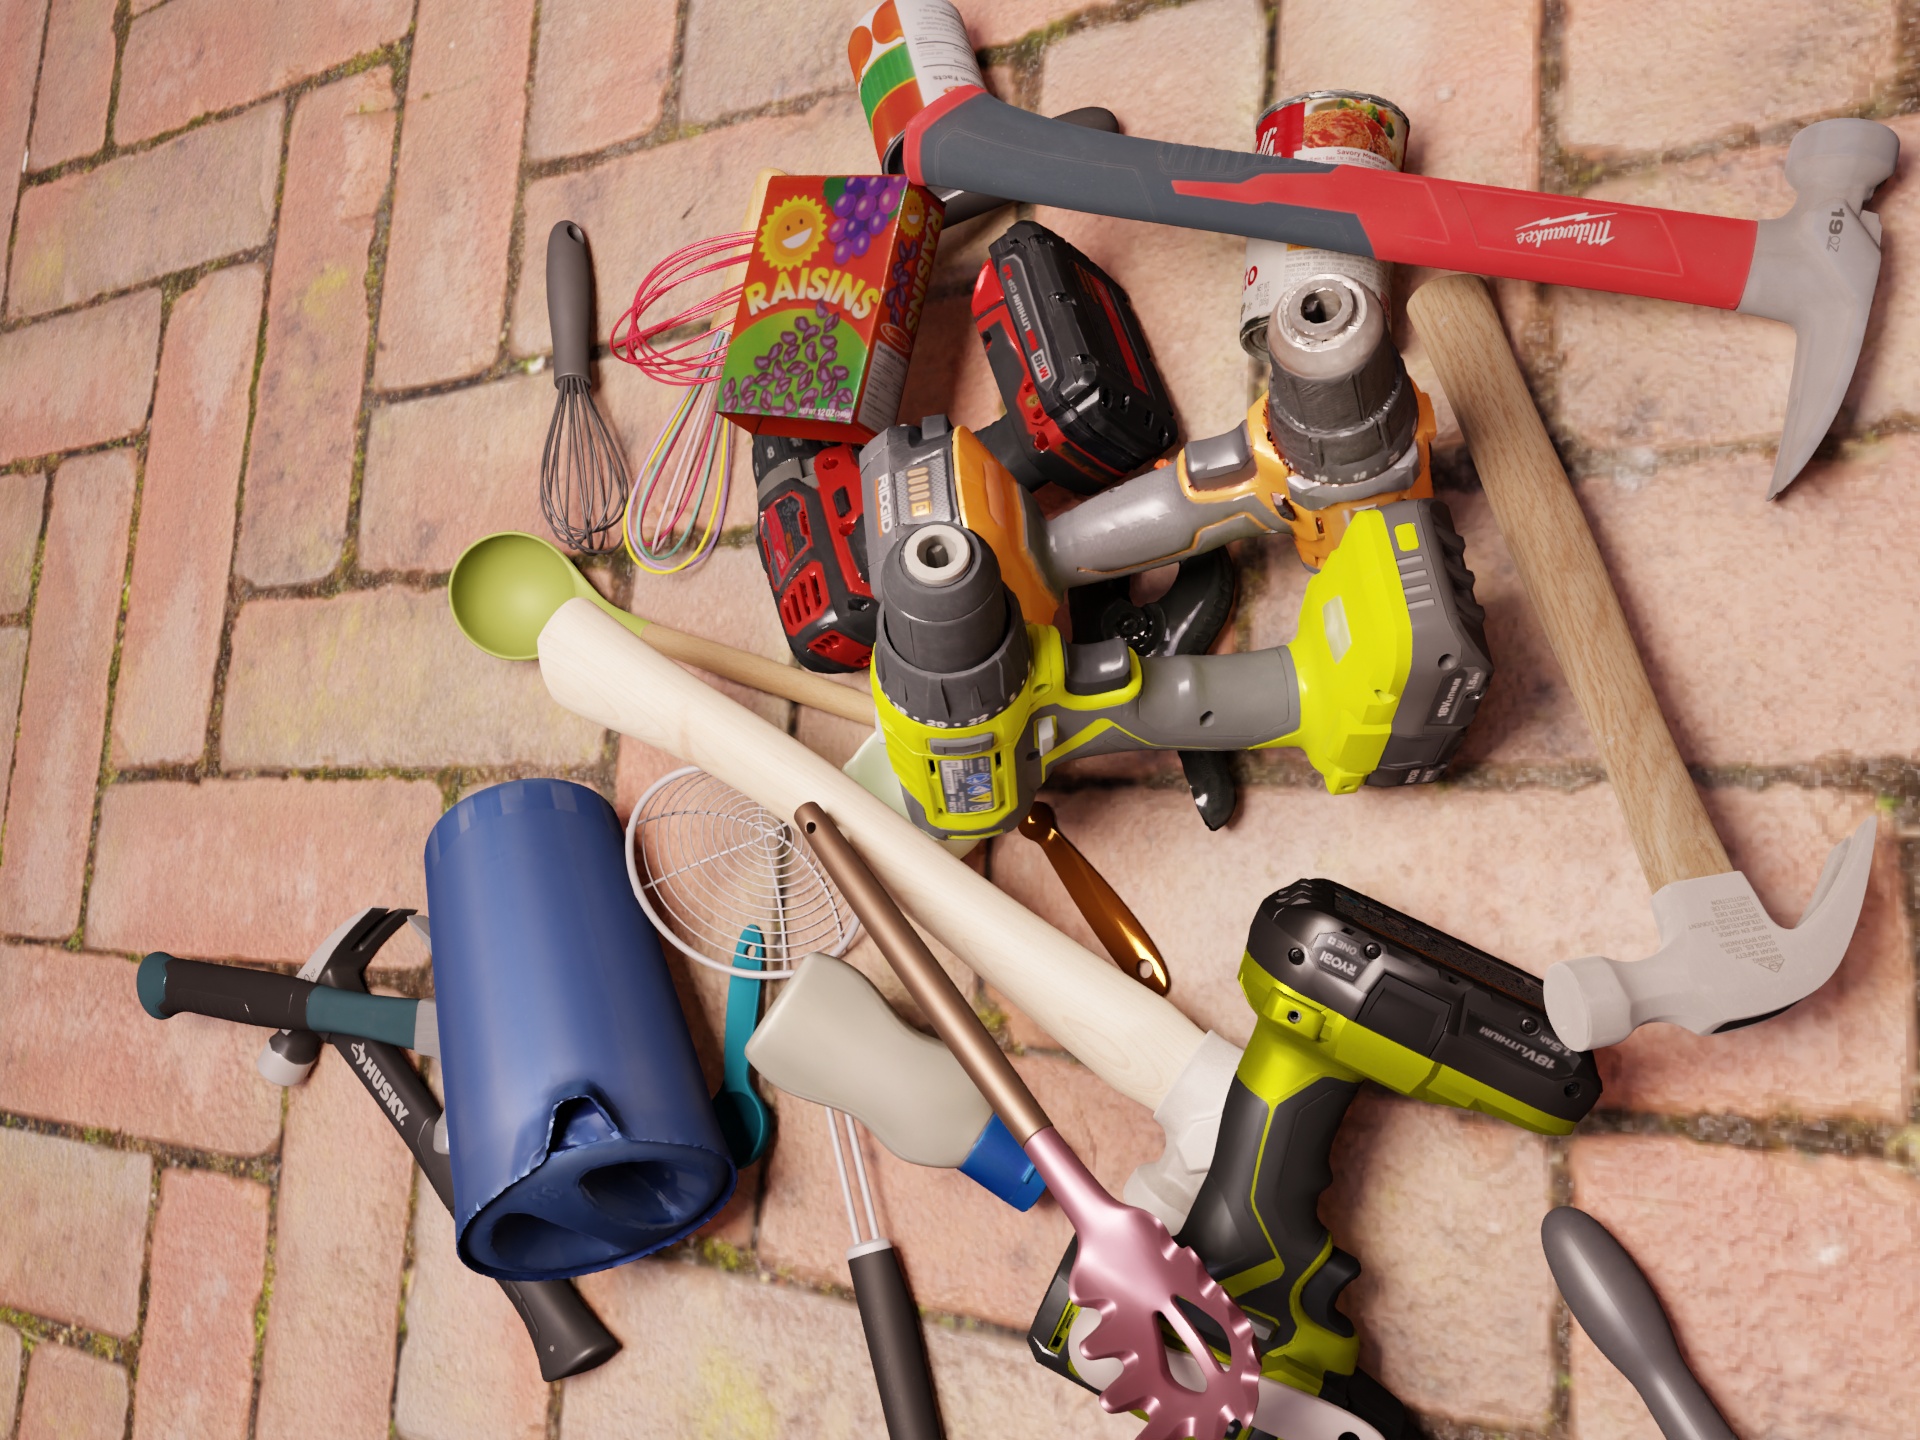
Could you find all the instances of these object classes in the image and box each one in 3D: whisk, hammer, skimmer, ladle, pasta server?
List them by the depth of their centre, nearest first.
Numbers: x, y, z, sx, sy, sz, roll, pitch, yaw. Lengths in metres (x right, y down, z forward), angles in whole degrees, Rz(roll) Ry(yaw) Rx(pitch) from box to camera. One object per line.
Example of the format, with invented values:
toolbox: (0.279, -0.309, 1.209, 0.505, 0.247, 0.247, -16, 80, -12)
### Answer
whisk: (0.287, 0.297, 0.542, 0.070, 0.070, 0.285, -40, 57, 20)
hammer: (0.244, -0.042, 0.619, 0.130, 0.031, 0.332, -8, 64, -6)
pasta server: (0.012, 0.143, 0.629, 0.060, 0.040, 0.316, -45, 58, 9)
hammer: (0.159, -0.193, 0.649, 0.386, 0.038, 0.143, 13, 88, 14)
hammer: (-0.026, 0.055, 0.728, 0.411, 0.038, 0.146, 34, 99, 15)
skimmer: (-0.075, 0.196, 0.766, 0.127, 0.090, 0.364, -25, 69, 24)
whisk: (-0.055, -0.250, 0.837, 0.296, 0.073, 0.073, -21, 70, 13)
ladle: (-0.164, -0.041, 0.890, 0.320, 0.062, 0.078, 18, 102, 31)
whisk: (-0.144, -0.202, 0.915, 0.047, 0.051, 0.245, 13, 85, 39)
hammer: (-0.303, 0.250, 0.935, 0.335, 0.035, 0.146, 40, 104, 31)
hammer: (-0.399, 0.175, 0.969, 0.331, 0.033, 0.128, 0, 83, 33)
whisk: (-0.234, -0.207, 0.974, 0.055, 0.055, 0.239, -20, 66, 28)

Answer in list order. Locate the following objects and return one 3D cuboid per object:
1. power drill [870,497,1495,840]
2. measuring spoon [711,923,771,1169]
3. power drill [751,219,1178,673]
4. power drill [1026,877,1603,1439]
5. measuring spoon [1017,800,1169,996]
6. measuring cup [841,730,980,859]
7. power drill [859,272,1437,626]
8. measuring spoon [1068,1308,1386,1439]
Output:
power drill: (0.078, -0.023, 0.617, 0.228, 0.190, 0.080, -6, 63, 0)
measuring spoon: (-0.111, 0.173, 0.842, 0.042, 0.021, 0.129, -9, 67, 31)
power drill: (-0.020, -0.151, 0.807, 0.226, 0.080, 0.188, -32, 59, 28)
power drill: (0.146, 0.191, 0.621, 0.171, 0.080, 0.223, 25, 100, 10)
measuring spoon: (0.061, 0.083, 0.748, 0.021, 0.011, 0.117, -46, 61, 17)
measuring cup: (-0.001, -0.003, 0.797, 0.083, 0.038, 0.168, 10, 70, 36)
power drill: (0.075, -0.096, 0.640, 0.226, 0.185, 0.084, -11, 69, 15)
measuring spoon: (0.099, 0.254, 0.595, 0.124, 0.018, 0.034, 17, 102, 12)
